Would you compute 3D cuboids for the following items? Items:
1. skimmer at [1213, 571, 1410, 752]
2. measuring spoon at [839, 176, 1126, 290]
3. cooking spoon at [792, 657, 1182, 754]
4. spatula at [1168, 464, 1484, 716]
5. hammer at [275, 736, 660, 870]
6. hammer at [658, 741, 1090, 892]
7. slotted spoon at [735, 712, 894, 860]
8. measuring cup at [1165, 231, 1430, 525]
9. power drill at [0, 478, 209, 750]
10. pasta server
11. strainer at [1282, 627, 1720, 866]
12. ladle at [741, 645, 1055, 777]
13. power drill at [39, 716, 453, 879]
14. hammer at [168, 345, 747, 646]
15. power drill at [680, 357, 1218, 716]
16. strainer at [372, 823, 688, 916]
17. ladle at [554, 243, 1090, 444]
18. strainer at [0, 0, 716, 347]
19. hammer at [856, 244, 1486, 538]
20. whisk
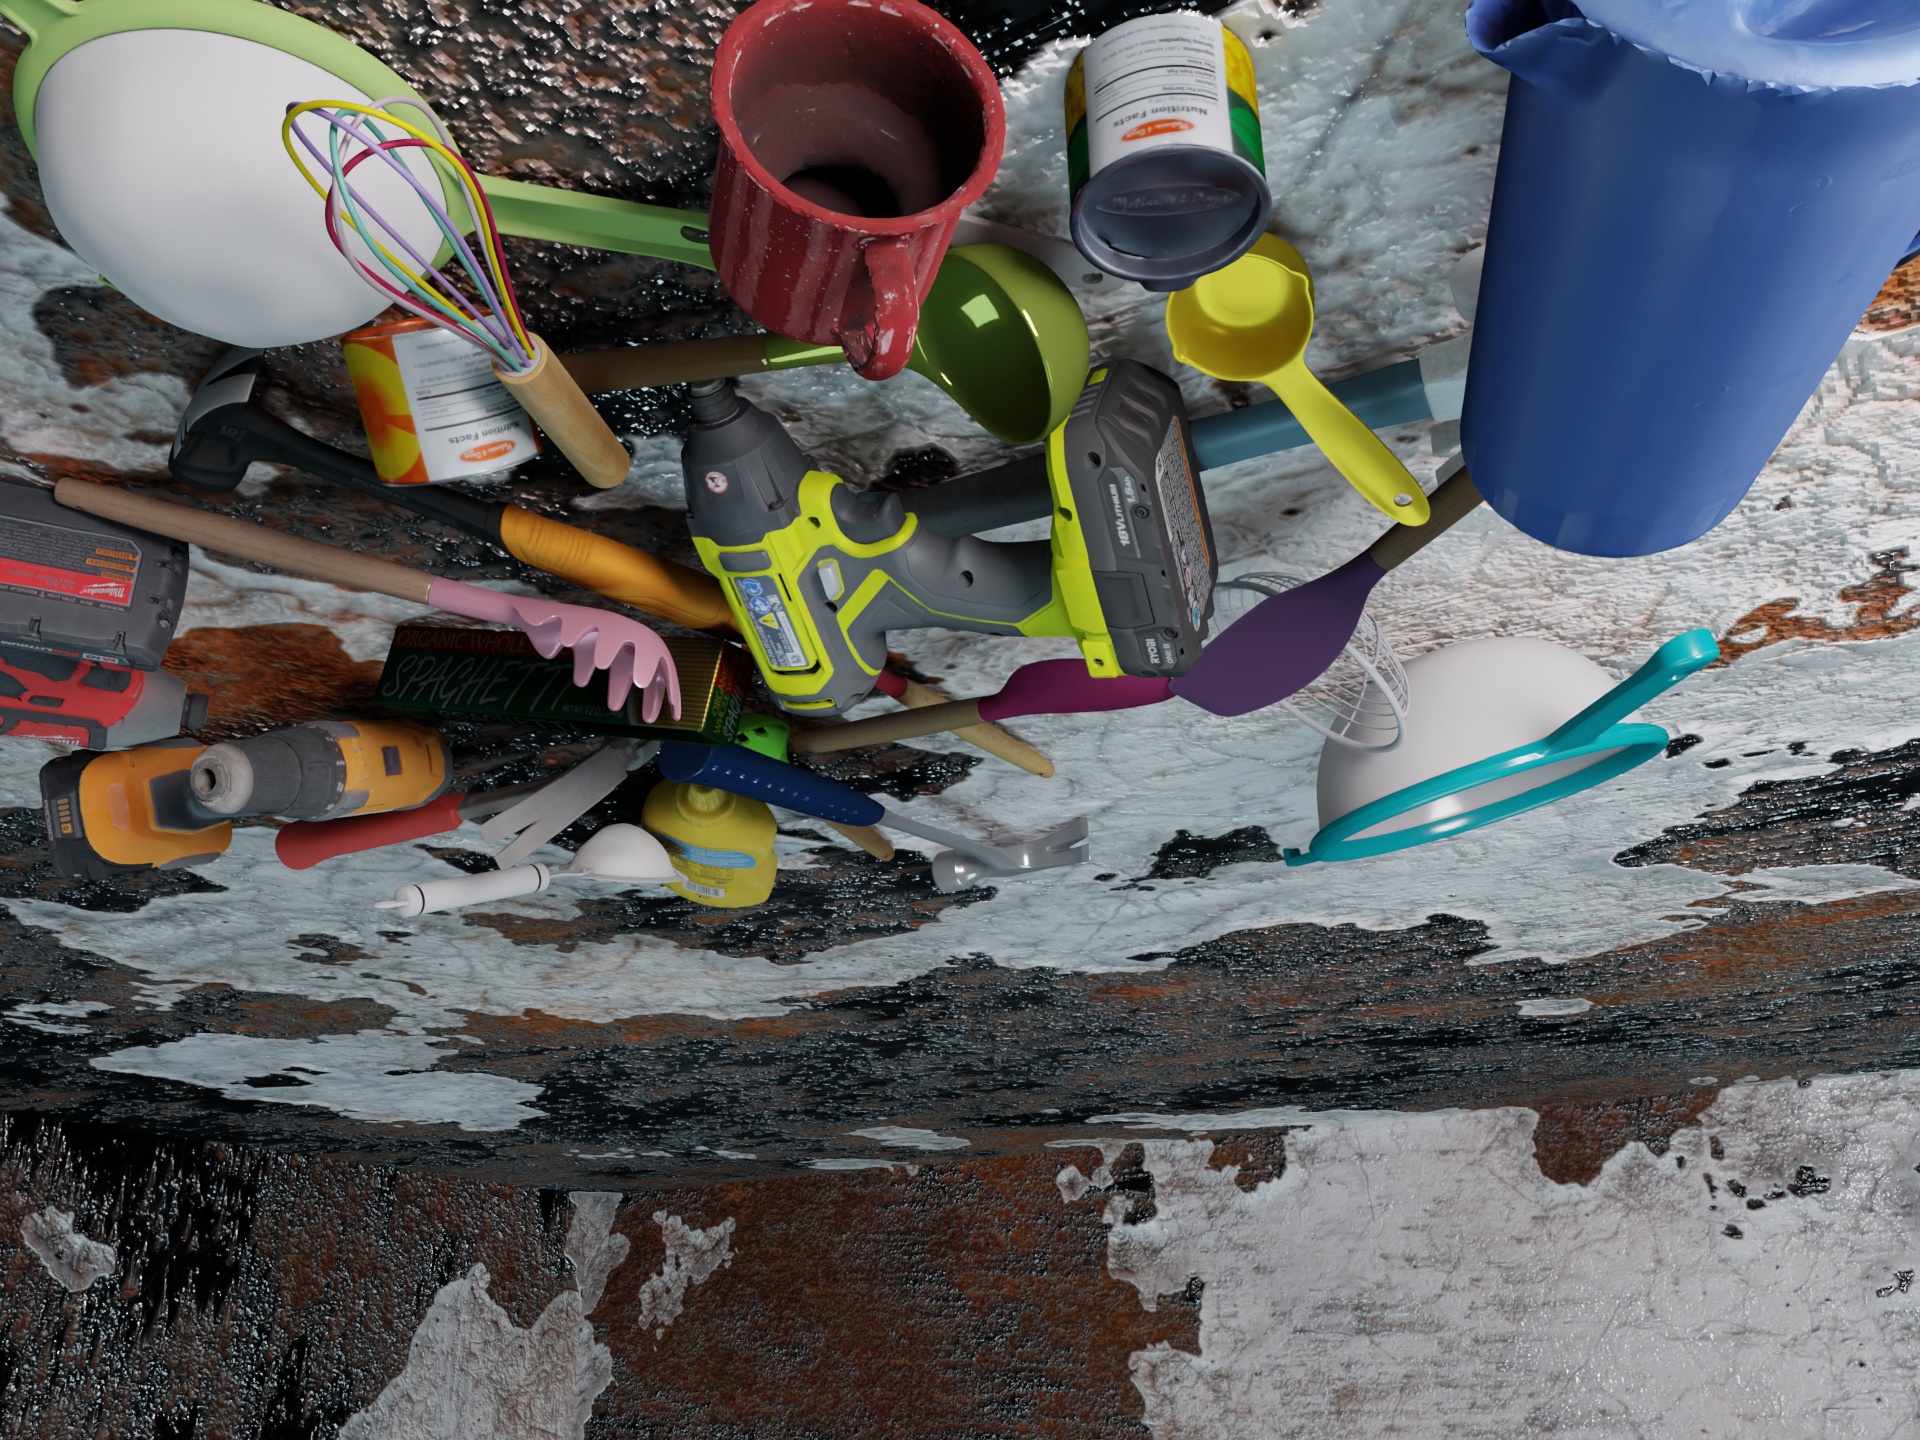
[{"bbox_3d":[0.059,-0.041,0.840,0.363,0.090,0.127,4,172,-9],"label":"skimmer"},{"bbox_3d":[0.010,-0.180,0.611,0.124,0.018,0.034,9,155,-23],"label":"measuring spoon"},{"bbox_3d":[-0.001,-0.003,0.925,0.068,0.017,0.319,24,158,-36],"label":"cooking spoon"},{"bbox_3d":[0.210,-0.087,0.717,0.059,0.018,0.316,25,137,-22],"label":"spatula"},{"bbox_3d":[-0.368,0.070,1.083,0.359,0.149,0.036,-12,110,37],"label":"hammer"},{"bbox_3d":[-0.052,0.065,1.105,0.144,0.035,0.405,-14,159,29],"label":"hammer"},{"bbox_3d":[-0.108,0.055,1.139,0.070,0.031,0.313,-30,153,7],"label":"slotted spoon"},{"bbox_3d":[0.143,-0.136,0.643,0.062,0.029,0.156,-27,125,38],"label":"measuring cup"},{"bbox_3d":[-0.478,-0.041,0.855,0.143,0.079,0.219,11,157,-25],"label":"power drill"},{"bbox_3d":[-0.283,-0.063,0.766,0.316,0.040,0.060,15,160,-1],"label":"pasta server"},{"bbox_3d":[0.303,-0.012,0.882,0.211,0.095,0.340,-13,163,-11],"label":"strainer"},{"bbox_3d":[-0.023,-0.011,0.991,0.069,0.031,0.315,-11,157,31],"label":"ladle"},{"bbox_3d":[-0.460,0.044,0.984,0.226,0.084,0.185,-10,179,18],"label":"power drill"},{"bbox_3d":[-0.188,-0.084,0.756,0.336,0.034,0.127,20,159,-31],"label":"hammer"},{"bbox_3d":[-0.011,-0.084,0.704,0.223,0.080,0.171,-2,130,23],"label":"power drill"},{"bbox_3d":[-0.275,0.101,1.056,0.087,0.050,0.258,6,-173,35],"label":"strainer"},{"bbox_3d":[-0.104,-0.139,0.637,0.320,0.062,0.078,-2,130,19],"label":"ladle"},{"bbox_3d":[-0.202,-0.168,0.568,0.256,0.069,0.151,6,156,-11],"label":"strainer"},{"bbox_3d":[0.096,-0.123,0.726,0.331,0.033,0.128,-11,153,23],"label":"hammer"},{"bbox_3d":[-0.160,-0.137,0.558,0.047,0.051,0.244,-23,163,0],"label":"whisk"}]
